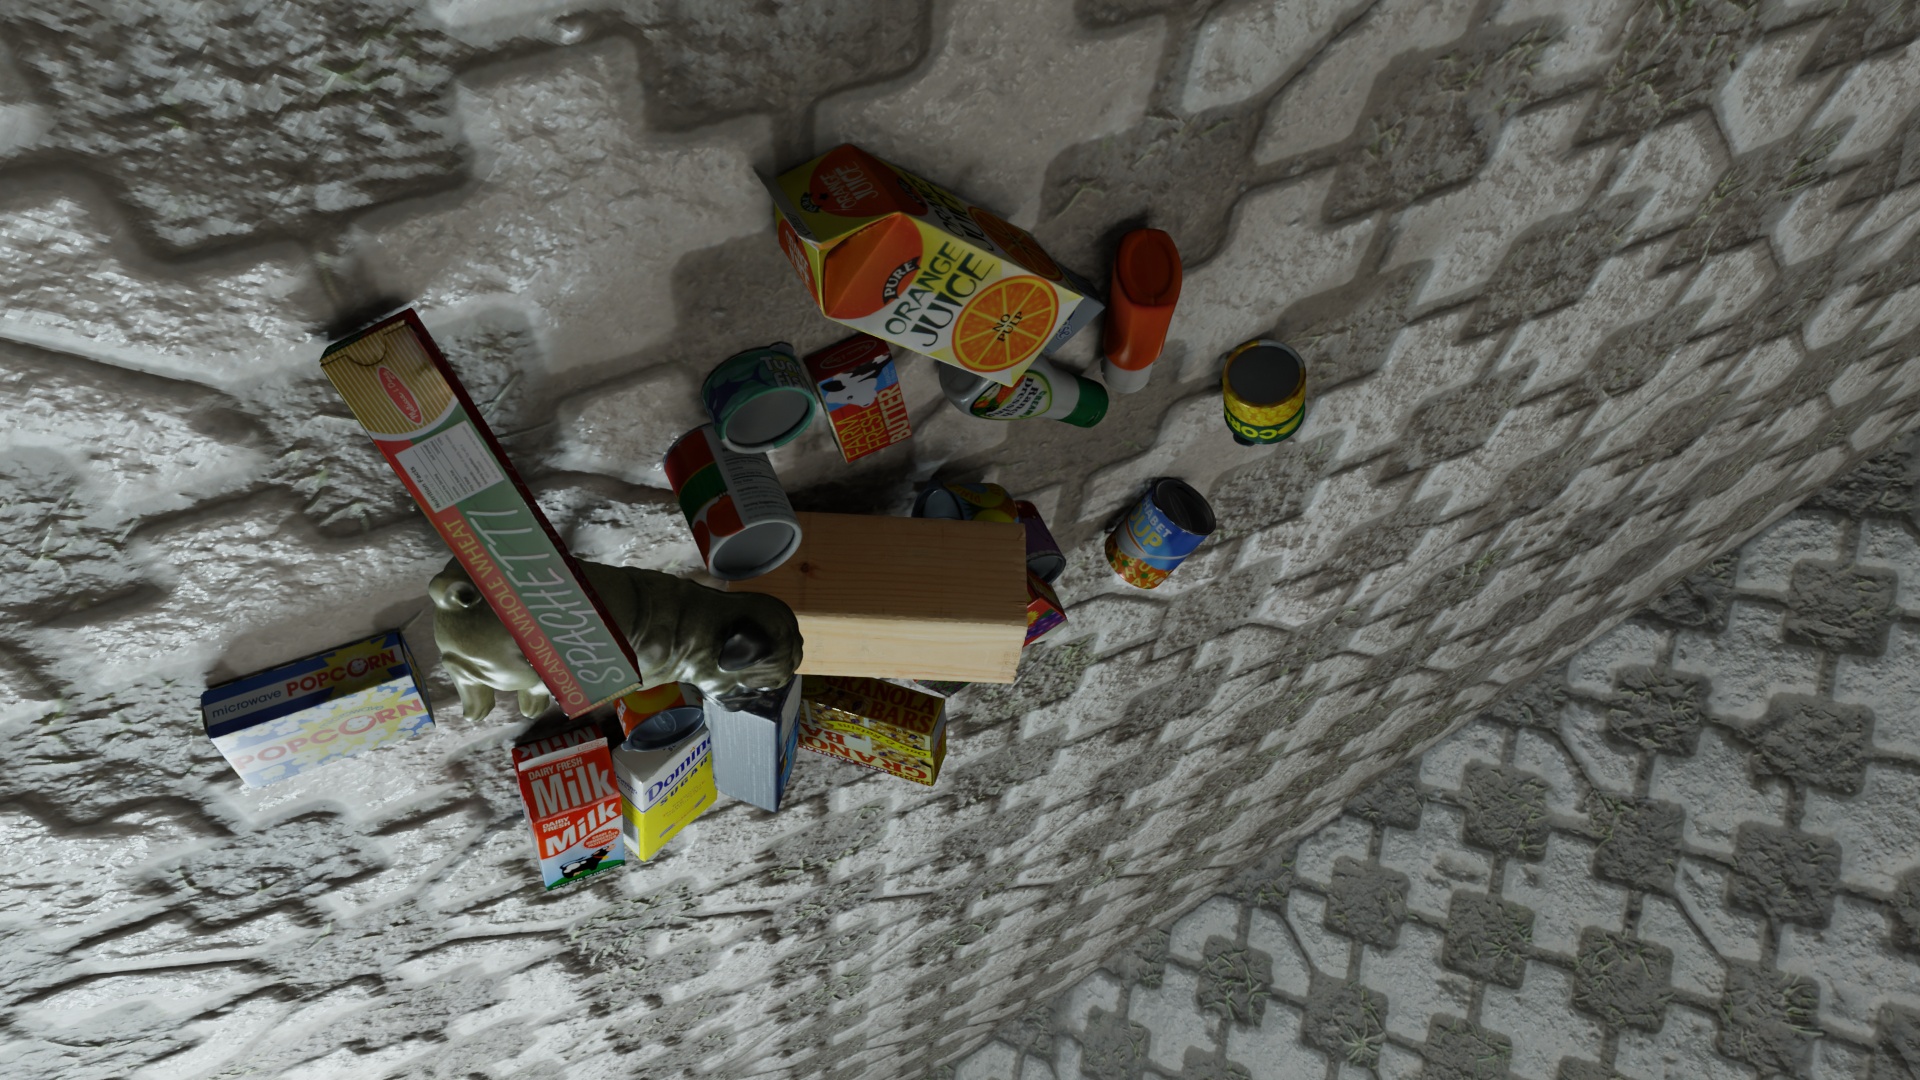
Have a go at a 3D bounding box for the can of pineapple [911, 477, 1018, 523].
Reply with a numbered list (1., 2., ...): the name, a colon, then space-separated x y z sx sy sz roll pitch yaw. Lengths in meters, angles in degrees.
1. can of pineapple: 0.004 -0.014 1.081 0.058 0.071 0.070 -4 144 -39

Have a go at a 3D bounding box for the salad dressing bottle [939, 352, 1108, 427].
1. salad dressing bottle: 0.049 -0.108 0.982 0.148 0.044 0.064 7 138 -49

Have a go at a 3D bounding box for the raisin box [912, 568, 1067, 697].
1. raisin box: 0.018 0.074 1.135 0.123 0.040 0.086 -34 156 8

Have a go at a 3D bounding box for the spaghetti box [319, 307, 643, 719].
1. spaghetti box: -0.253 -0.007 0.757 0.050 0.029 0.249 -26 120 -3

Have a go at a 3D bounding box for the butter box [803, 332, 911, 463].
1. butter box: -0.066 -0.094 0.922 0.053 0.024 0.103 -25 152 -5

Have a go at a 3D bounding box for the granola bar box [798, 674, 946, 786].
1. granola bar box: -0.096 0.153 1.195 0.166 0.039 0.123 15 151 8

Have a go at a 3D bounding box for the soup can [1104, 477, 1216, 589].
1. soup can: 0.177 -0.006 1.253 0.071 0.071 0.083 -2 143 -40

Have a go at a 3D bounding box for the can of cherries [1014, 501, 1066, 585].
1. can of cherries: 0.045 0.009 1.164 0.071 0.058 0.071 -21 153 -12

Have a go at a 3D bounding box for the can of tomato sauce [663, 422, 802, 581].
1. can of tomato sauce: -0.148 -0.024 0.902 0.071 0.083 0.071 -22 152 -12

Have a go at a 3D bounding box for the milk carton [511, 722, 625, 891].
1. milk carton: -0.327 0.217 1.163 0.072 0.074 0.189 -16 150 -21

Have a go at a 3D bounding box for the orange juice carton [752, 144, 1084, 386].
1. orange juice carton: -0.029 -0.157 0.777 0.193 0.072 0.072 14 124 -44

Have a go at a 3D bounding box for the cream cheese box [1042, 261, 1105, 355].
1. cream cheese box: 0.047 -0.160 0.914 0.053 0.024 0.104 -41 150 21

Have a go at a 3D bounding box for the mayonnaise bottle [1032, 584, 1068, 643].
1. mayonnaise bottle: 0.021 0.083 1.270 0.148 0.065 0.041 -28 154 7

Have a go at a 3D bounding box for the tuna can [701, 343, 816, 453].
1. tuna can: -0.124 -0.088 0.870 0.071 0.033 0.070 -22 153 -12

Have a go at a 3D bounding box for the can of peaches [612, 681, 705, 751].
1. can of peaches: -0.243 0.126 1.102 0.071 0.058 0.071 -22 153 -12

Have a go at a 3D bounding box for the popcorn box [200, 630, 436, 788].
1. popcorn box: -0.427 0.114 0.932 0.127 0.038 0.084 -19 151 -18

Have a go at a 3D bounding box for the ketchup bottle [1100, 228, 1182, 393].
1. ketchup bottle: 0.121 -0.151 0.962 0.043 0.065 0.148 -2 159 -1

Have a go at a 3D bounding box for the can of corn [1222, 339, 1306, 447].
1. can of corn: 0.243 -0.118 1.118 0.071 0.071 0.058 -27 152 -2
